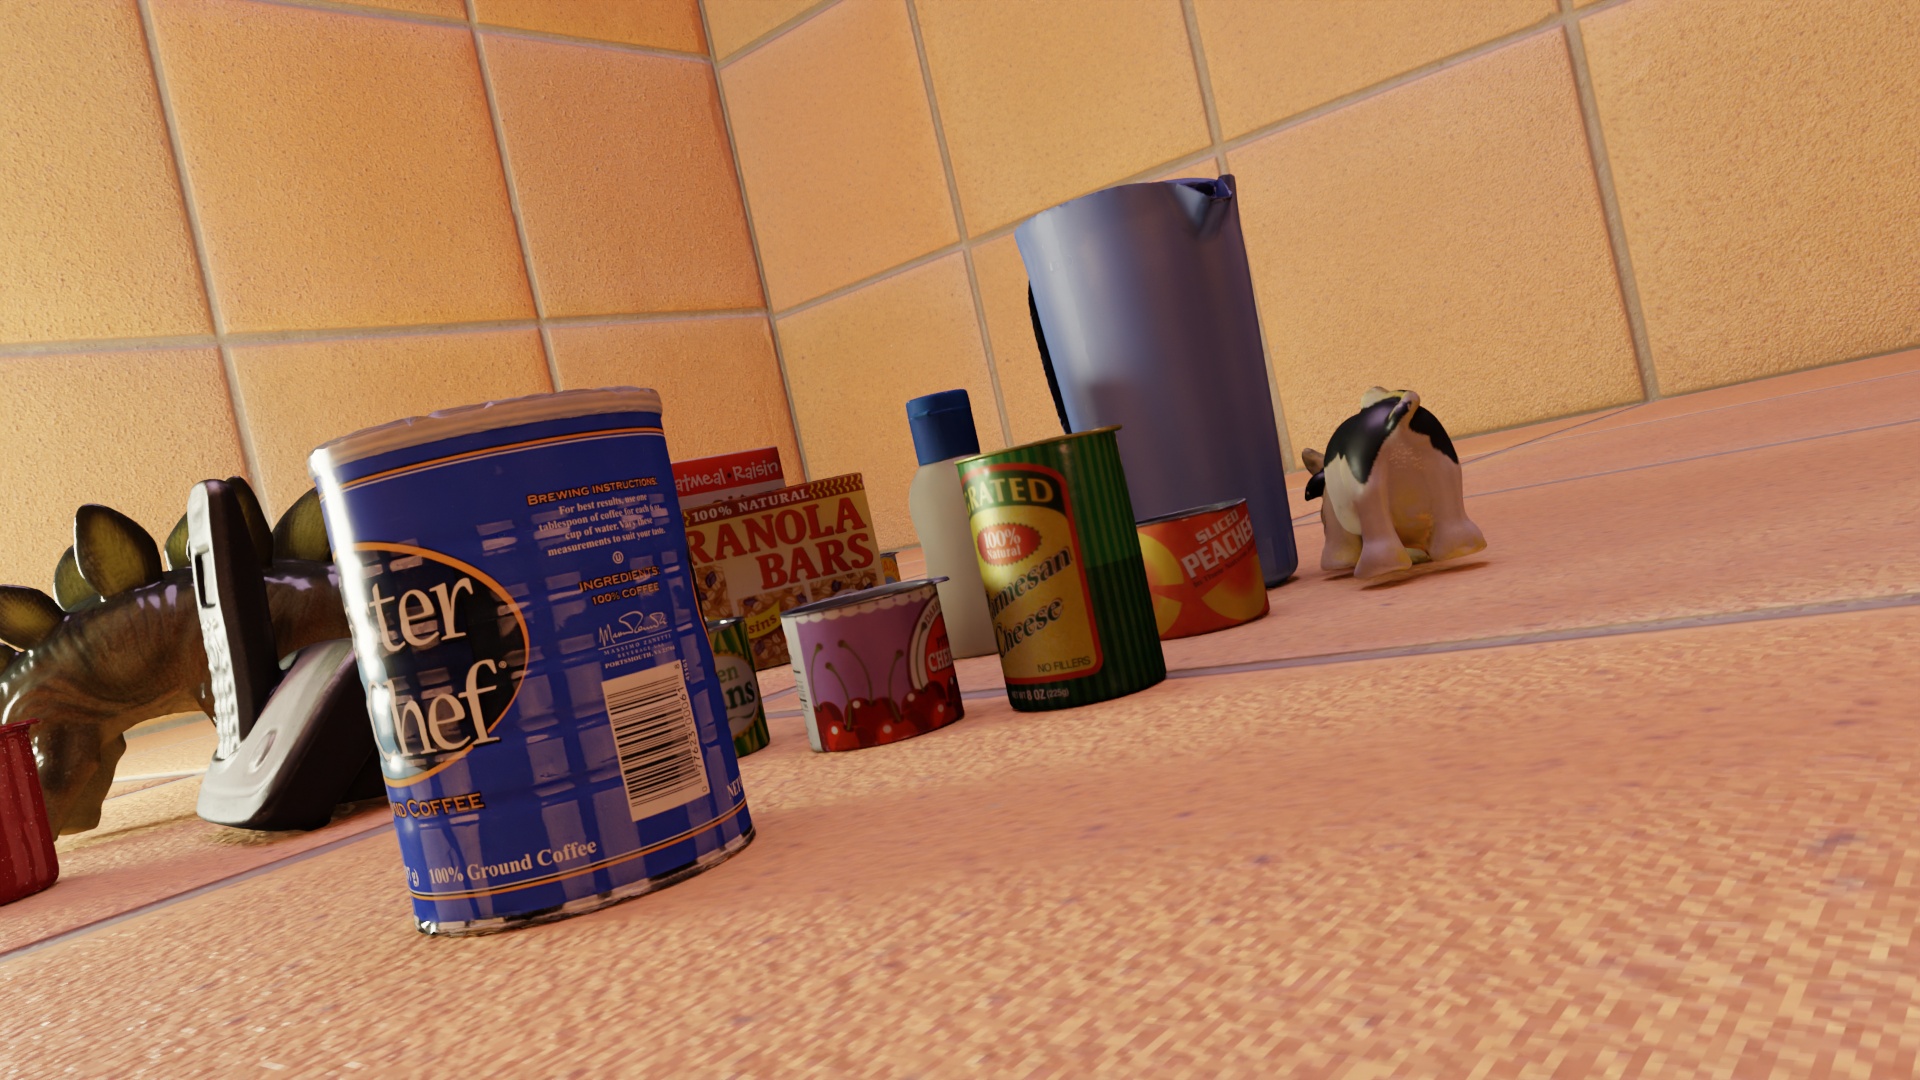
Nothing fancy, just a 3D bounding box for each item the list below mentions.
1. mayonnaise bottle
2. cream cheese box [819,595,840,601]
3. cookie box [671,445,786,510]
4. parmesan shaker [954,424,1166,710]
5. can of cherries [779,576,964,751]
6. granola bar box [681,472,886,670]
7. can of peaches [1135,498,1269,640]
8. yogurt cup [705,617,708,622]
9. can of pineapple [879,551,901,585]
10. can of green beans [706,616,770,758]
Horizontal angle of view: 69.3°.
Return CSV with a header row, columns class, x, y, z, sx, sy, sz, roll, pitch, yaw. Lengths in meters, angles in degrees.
class,x,y,z,sx,sy,sz,roll,pitch,yaw
mayonnaise bottle,0.003,-0.010,0.783,0.064,0.148,0.041,-12,1,34
cream cheese box,-0.057,0.055,0.660,0.024,0.053,0.104,-13,1,2
cookie box,-0.190,0.014,1.128,0.123,0.167,0.040,-14,1,-44
parmesan shaker,0.043,0.011,0.556,0.071,0.103,0.071,-13,1,0
can of cherries,-0.033,0.050,0.572,0.071,0.058,0.071,-13,1,0
granola bar box,-0.141,0.028,1.002,0.166,0.124,0.039,-13,1,-13
can of peaches,0.116,0.014,0.684,0.071,0.058,0.071,-13,1,0
yogurt cup,-0.169,0.077,0.776,0.072,0.054,0.072,-13,1,0
can of pineapple,-0.080,0.044,1.175,0.071,0.058,0.071,-13,1,0
can of green beans,-0.122,0.069,0.612,0.071,0.058,0.071,-13,1,0
